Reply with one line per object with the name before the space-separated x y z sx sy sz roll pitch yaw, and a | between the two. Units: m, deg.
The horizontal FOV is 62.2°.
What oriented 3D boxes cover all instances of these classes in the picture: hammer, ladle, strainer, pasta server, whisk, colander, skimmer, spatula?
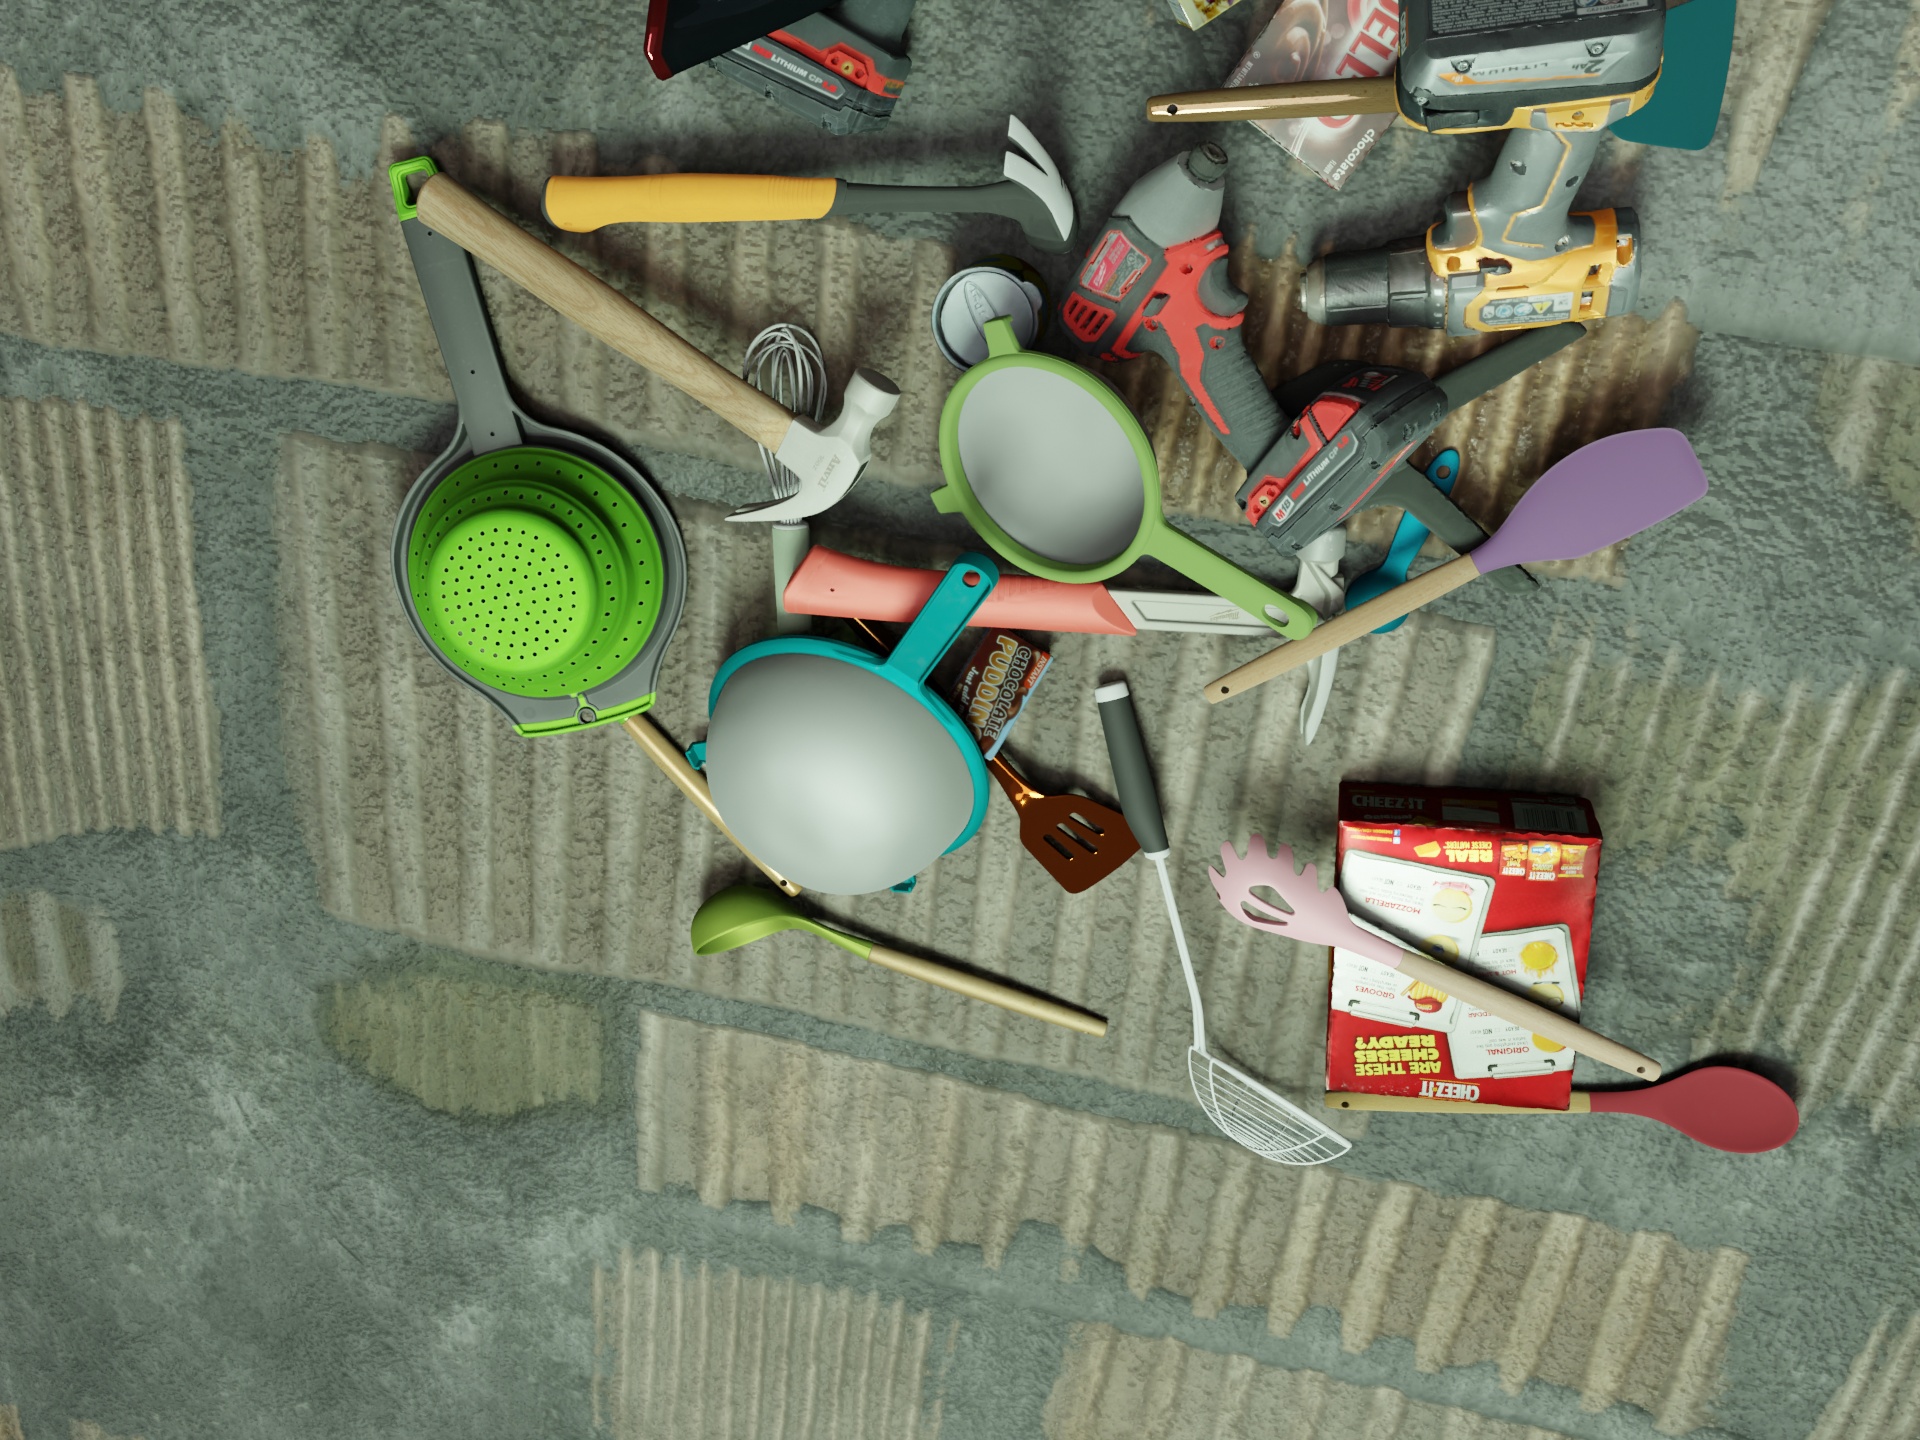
hammer | 0.065 -0.067 1.035 0.359 0.037 0.149 3 113 2
ladle | -0.046 0.193 1.192 0.320 0.078 0.062 18 72 0
strainer | -0.067 0.018 1.030 0.211 0.095 0.340 33 140 -5
pasta server | 0.309 0.161 1.034 0.316 0.040 0.060 24 118 -1
whisk | -0.113 -0.138 1.058 0.058 0.059 0.246 26 123 52
colander | -0.312 -0.170 1.053 0.204 0.094 0.397 -13 105 3
skimmer | 0.179 0.140 1.105 0.090 0.127 0.363 -17 95 -13
hammer | -0.104 -0.317 0.959 0.337 0.127 0.034 5 87 17
spatula | -0.002 -0.004 1.114 0.322 0.041 0.081 46 113 -5
spatula | 0.261 -0.343 0.868 0.317 0.044 0.082 -1 121 6
ladle | 0.422 0.274 1.136 0.315 0.031 0.069 -3 110 16
strainer | 0.109 -0.135 0.950 0.256 0.069 0.151 33 139 11
hammer | -0.203 -0.240 1.002 0.331 0.031 0.130 34 118 4
hammer | 0.013 -0.423 0.848 0.386 0.038 0.143 -24 119 4
spatula | 0.286 -0.085 0.962 0.316 0.018 0.059 -28 98 24

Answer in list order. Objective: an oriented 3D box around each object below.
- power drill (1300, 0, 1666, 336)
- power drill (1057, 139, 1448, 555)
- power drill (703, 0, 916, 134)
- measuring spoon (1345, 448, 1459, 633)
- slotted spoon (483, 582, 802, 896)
power drill | 0.270 -0.289 0.843 0.185 0.084 0.226 -2 154 15
power drill | 0.162 -0.216 0.911 0.220 0.078 0.143 49 139 10
power drill | -0.075 -0.470 0.898 0.188 0.080 0.226 28 113 -1
measuring spoon | 0.282 -0.110 1.002 0.042 0.021 0.128 22 115 3
slotted spoon | -0.228 0.017 1.172 0.070 0.031 0.313 -39 102 18
